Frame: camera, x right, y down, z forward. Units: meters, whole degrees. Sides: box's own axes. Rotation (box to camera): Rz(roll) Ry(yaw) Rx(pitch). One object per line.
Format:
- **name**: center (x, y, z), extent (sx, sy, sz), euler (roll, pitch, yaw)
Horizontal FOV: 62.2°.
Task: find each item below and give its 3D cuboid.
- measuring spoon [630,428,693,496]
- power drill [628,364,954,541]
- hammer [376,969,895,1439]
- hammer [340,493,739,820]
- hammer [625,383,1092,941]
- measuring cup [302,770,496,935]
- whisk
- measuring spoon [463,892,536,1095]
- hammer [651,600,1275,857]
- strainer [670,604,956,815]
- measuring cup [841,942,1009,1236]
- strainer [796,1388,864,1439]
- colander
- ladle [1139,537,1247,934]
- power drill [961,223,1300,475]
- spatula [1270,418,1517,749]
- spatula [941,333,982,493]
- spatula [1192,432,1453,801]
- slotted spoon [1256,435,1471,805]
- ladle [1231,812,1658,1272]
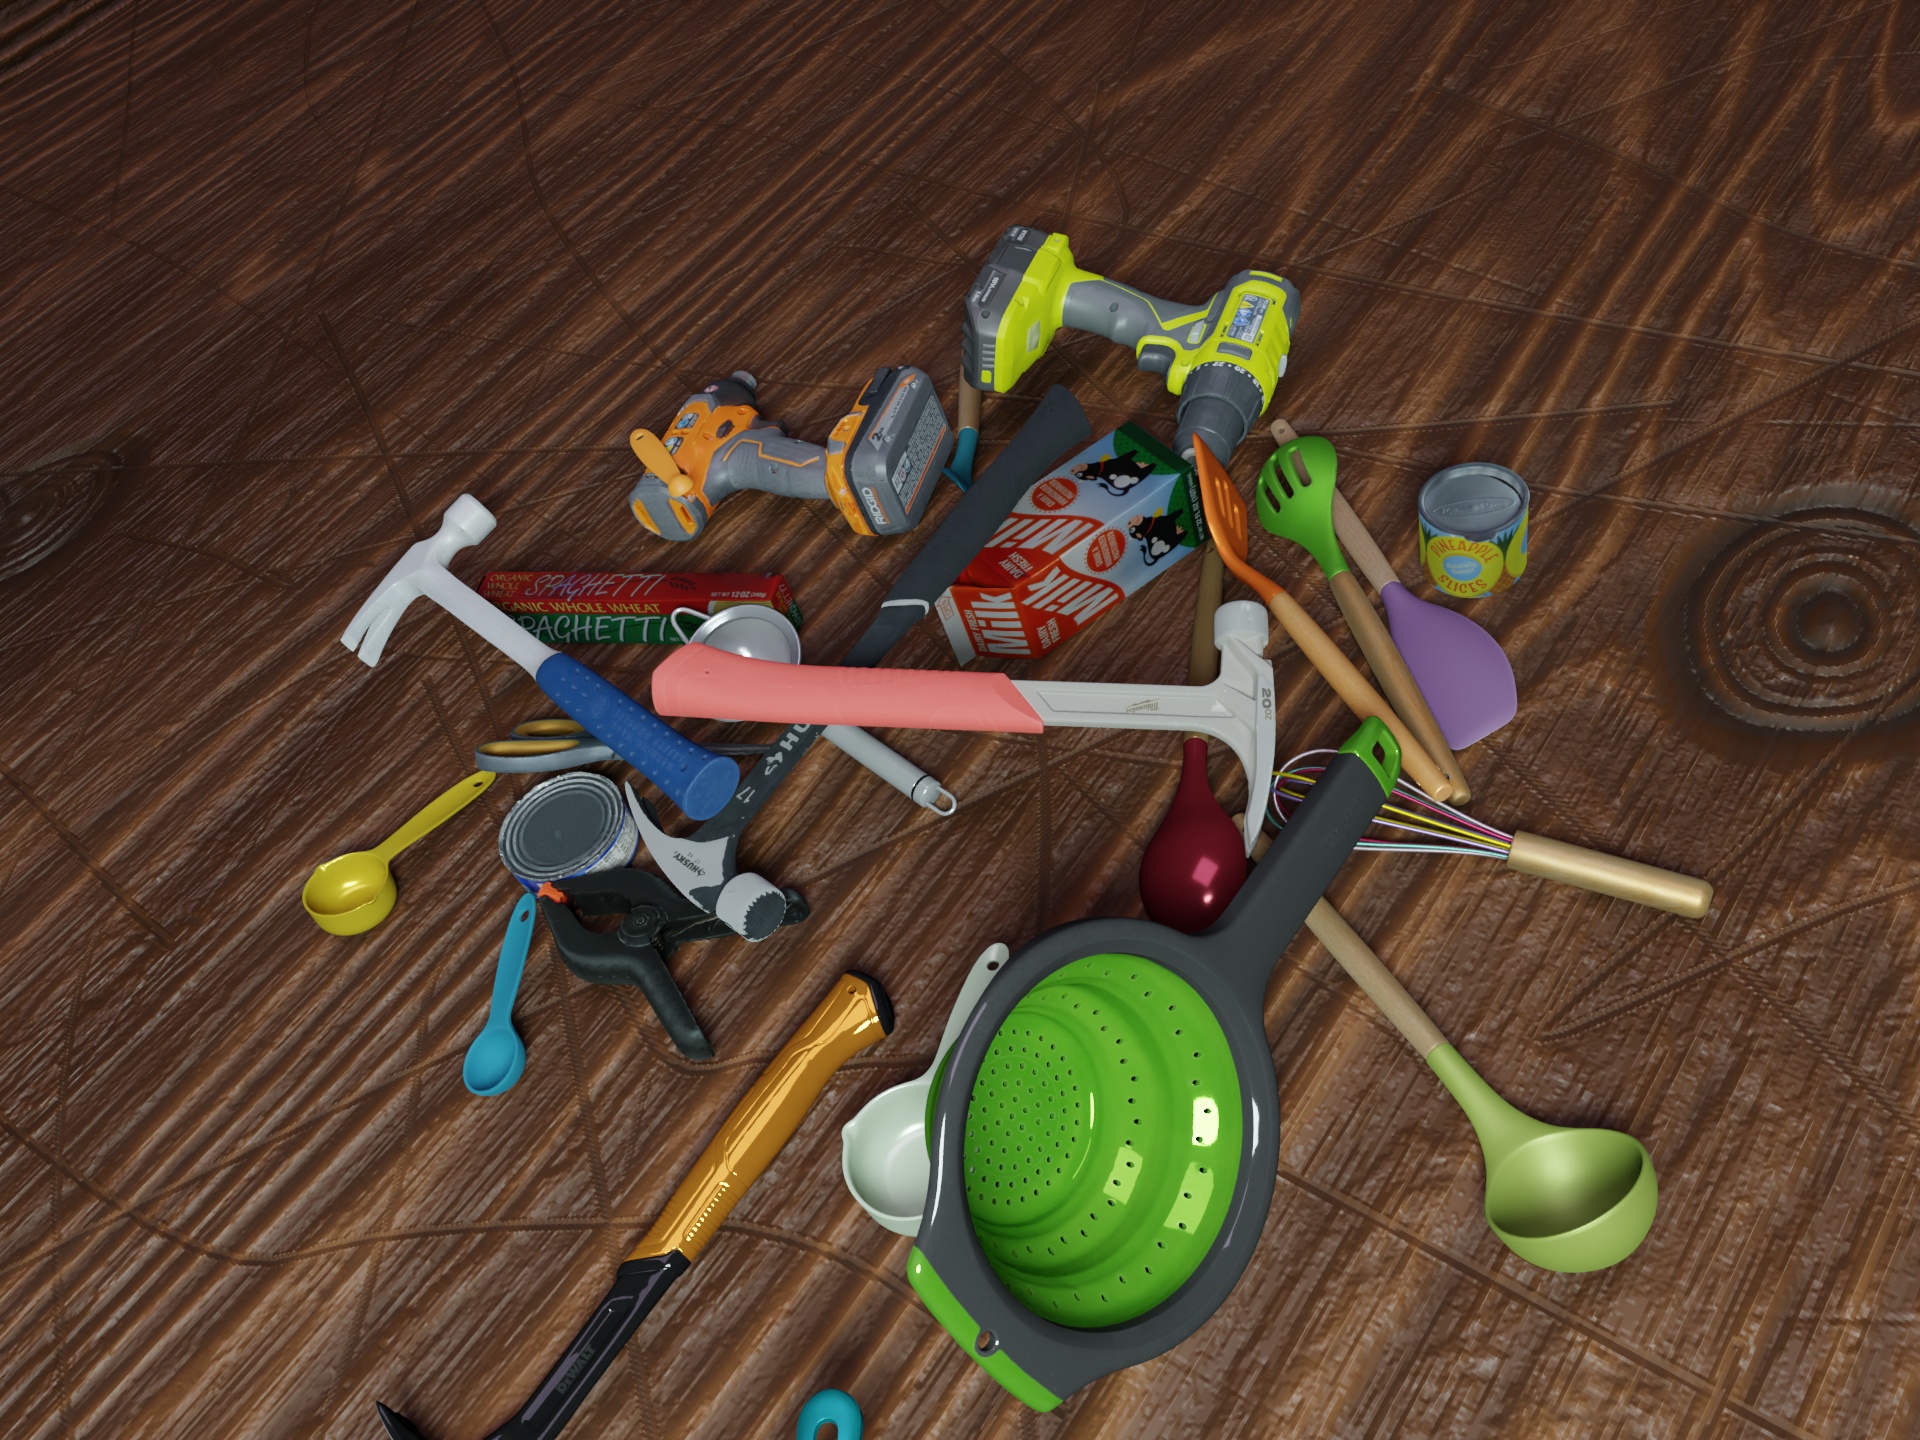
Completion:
- **measuring spoon**: center (-0.227, -0.196, 1.189), extent (0.021, 0.011, 0.117), euler (-36, 43, -6)
- **power drill**: center (-0.126, -0.213, 1.215), extent (0.226, 0.084, 0.164), euler (3, 52, 25)
- **hammer**: center (-0.152, 0.266, 0.844), extent (0.127, 0.034, 0.337), euler (23, 61, 31)
- **hammer**: center (-0.283, -0.034, 1.065), extent (0.406, 0.035, 0.144), euler (31, 76, 40)
- **hammer**: center (-0.050, -0.057, 1.002), extent (0.149, 0.036, 0.409), euler (28, 74, 38)
- **measuring cup**: center (-0.372, 0.088, 1.079), extent (0.062, 0.029, 0.156), euler (21, 48, 31)
- **whisk**: center (0.279, 0.064, 0.870), extent (0.245, 0.047, 0.051), euler (16, 50, 24)
- **measuring spoon**: center (-0.269, 0.166, 0.964), extent (0.042, 0.021, 0.129), euler (-13, 55, 27)
- **hammer**: center (-0.001, -0.003, 0.918), extent (0.359, 0.036, 0.149), euler (2, 66, 7)
- **strainer**: center (-0.098, -0.004, 1.053), extent (0.259, 0.050, 0.087), euler (33, 80, 30)
- **measuring cup**: center (-0.004, 0.197, 0.853), extent (0.083, 0.038, 0.168), euler (8, 52, 24)
- **strainer**: center (-0.060, 0.449, 0.619), extent (0.211, 0.095, 0.341), euler (-5, 47, 10)
- **colander**: center (0.098, 0.142, 0.805), extent (0.397, 0.204, 0.094), euler (-49, 21, -27)
- **ladle**: center (0.149, -0.004, 0.980), extent (0.069, 0.031, 0.316), euler (-18, 41, 31)
- **power drill**: center (0.120, -0.271, 1.162), extent (0.228, 0.080, 0.191), euler (17, 55, 12)
- **spatula**: center (0.269, -0.103, 1.030), extent (0.060, 0.018, 0.316), euler (-34, 46, 13)
- **spatula**: center (0.016, -0.237, 1.210), extent (0.044, 0.082, 0.318), euler (-33, 36, 30)
- **spatula**: center (0.214, -0.065, 0.973), extent (0.041, 0.080, 0.323), euler (-38, 44, 9)
- **slotted spoon**: center (0.250, -0.073, 1.000), extent (0.070, 0.031, 0.314), euler (-45, 44, 31)
- **ladle**: center (0.226, 0.144, 0.812), extent (0.078, 0.062, 0.321), euler (-31, 46, -5)
